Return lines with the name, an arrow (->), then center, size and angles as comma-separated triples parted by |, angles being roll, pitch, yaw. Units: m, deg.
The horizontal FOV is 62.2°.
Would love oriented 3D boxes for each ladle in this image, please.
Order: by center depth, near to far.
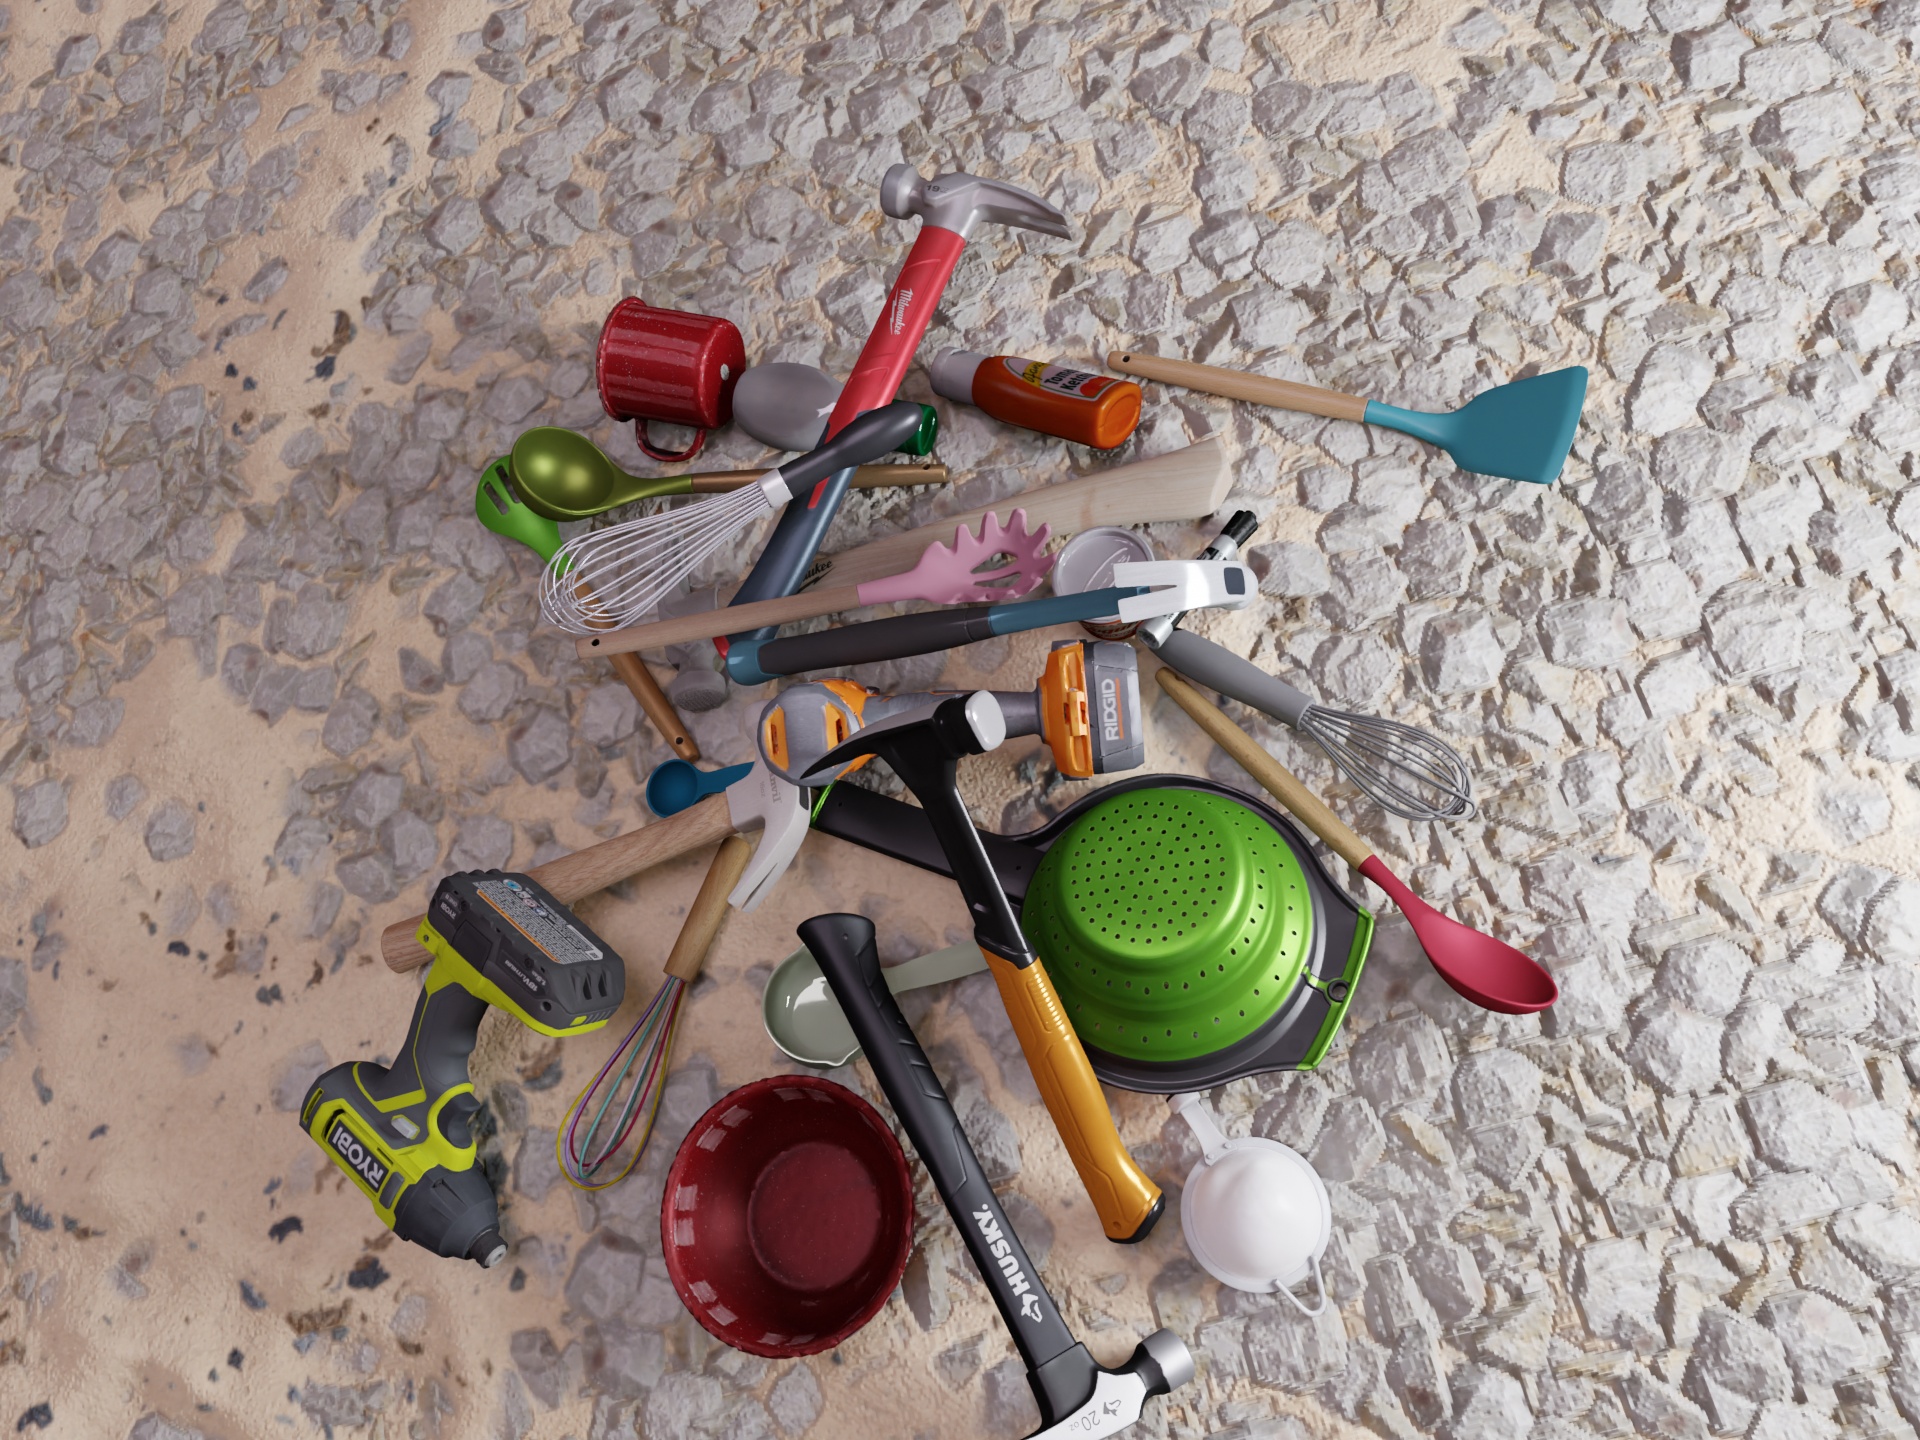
ladle -> 0.227, 0.068, 0.966 | 0.316, 0.069, 0.031 | 46, 127, 28
ladle -> -0.169, -0.181, 1.145 | 0.320, 0.062, 0.078 | -1, 52, 9

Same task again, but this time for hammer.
hammer -> 0.028, 0.150, 0.903 | 0.127, 0.034, 0.336 | -17, 102, 35
hammer -> -0.009, 0.259, 0.917 | 0.146, 0.035, 0.335 | -21, 70, -25
hammer -> 0.010, -0.059, 0.982 | 0.331, 0.128, 0.033 | -8, 90, 20
hammer -> -0.249, 0.103, 1.069 | 0.331, 0.031, 0.130 | -23, 61, 15
hammer -> -0.059, -0.203, 1.091 | 0.143, 0.038, 0.386 | 20, 79, 21
hammer -> -0.018, -0.129, 1.104 | 0.410, 0.038, 0.146 | -16, 67, 9

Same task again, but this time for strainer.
strainer -> 0.135, 0.230, 0.935 | 0.087, 0.050, 0.259 | -29, 62, -13

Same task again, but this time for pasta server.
pasta server -> -0.094, -0.079, 1.034 | 0.316, 0.040, 0.060 | -11, 70, -4

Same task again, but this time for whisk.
whisk -> 0.212, -0.002, 0.991 | 0.239, 0.055, 0.055 | 31, 82, 27
whisk -> -0.198, 0.187, 1.041 | 0.047, 0.051, 0.245 | 15, 73, 26
whisk -> -0.151, -0.138, 1.048 | 0.284, 0.070, 0.070 | -29, 66, -1

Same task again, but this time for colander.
colander -> 0.045, 0.084, 0.967 | 0.397, 0.094, 0.204 | 18, 67, 24

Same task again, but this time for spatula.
spatula -> 0.244, -0.217, 1.057 | 0.317, 0.044, 0.082 | 16, 80, 21

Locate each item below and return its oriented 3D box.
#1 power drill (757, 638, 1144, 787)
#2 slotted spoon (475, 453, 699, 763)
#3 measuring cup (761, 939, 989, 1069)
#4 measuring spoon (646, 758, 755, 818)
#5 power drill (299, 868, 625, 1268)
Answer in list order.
power drill -> -0.002, -0.003, 1.002 | 0.226, 0.164, 0.084 | -5, 94, 5
slotted spoon -> -0.274, -0.089, 1.166 | 0.070, 0.031, 0.314 | -36, 67, -4
measuring cup -> -0.043, 0.171, 1.012 | 0.167, 0.038, 0.083 | -16, 65, -7
measuring spoon -> -0.153, 0.043, 1.085 | 0.128, 0.021, 0.042 | -9, 70, 17
power drill -> -0.315, 0.224, 1.019 | 0.171, 0.080, 0.223 | 35, 103, 22
